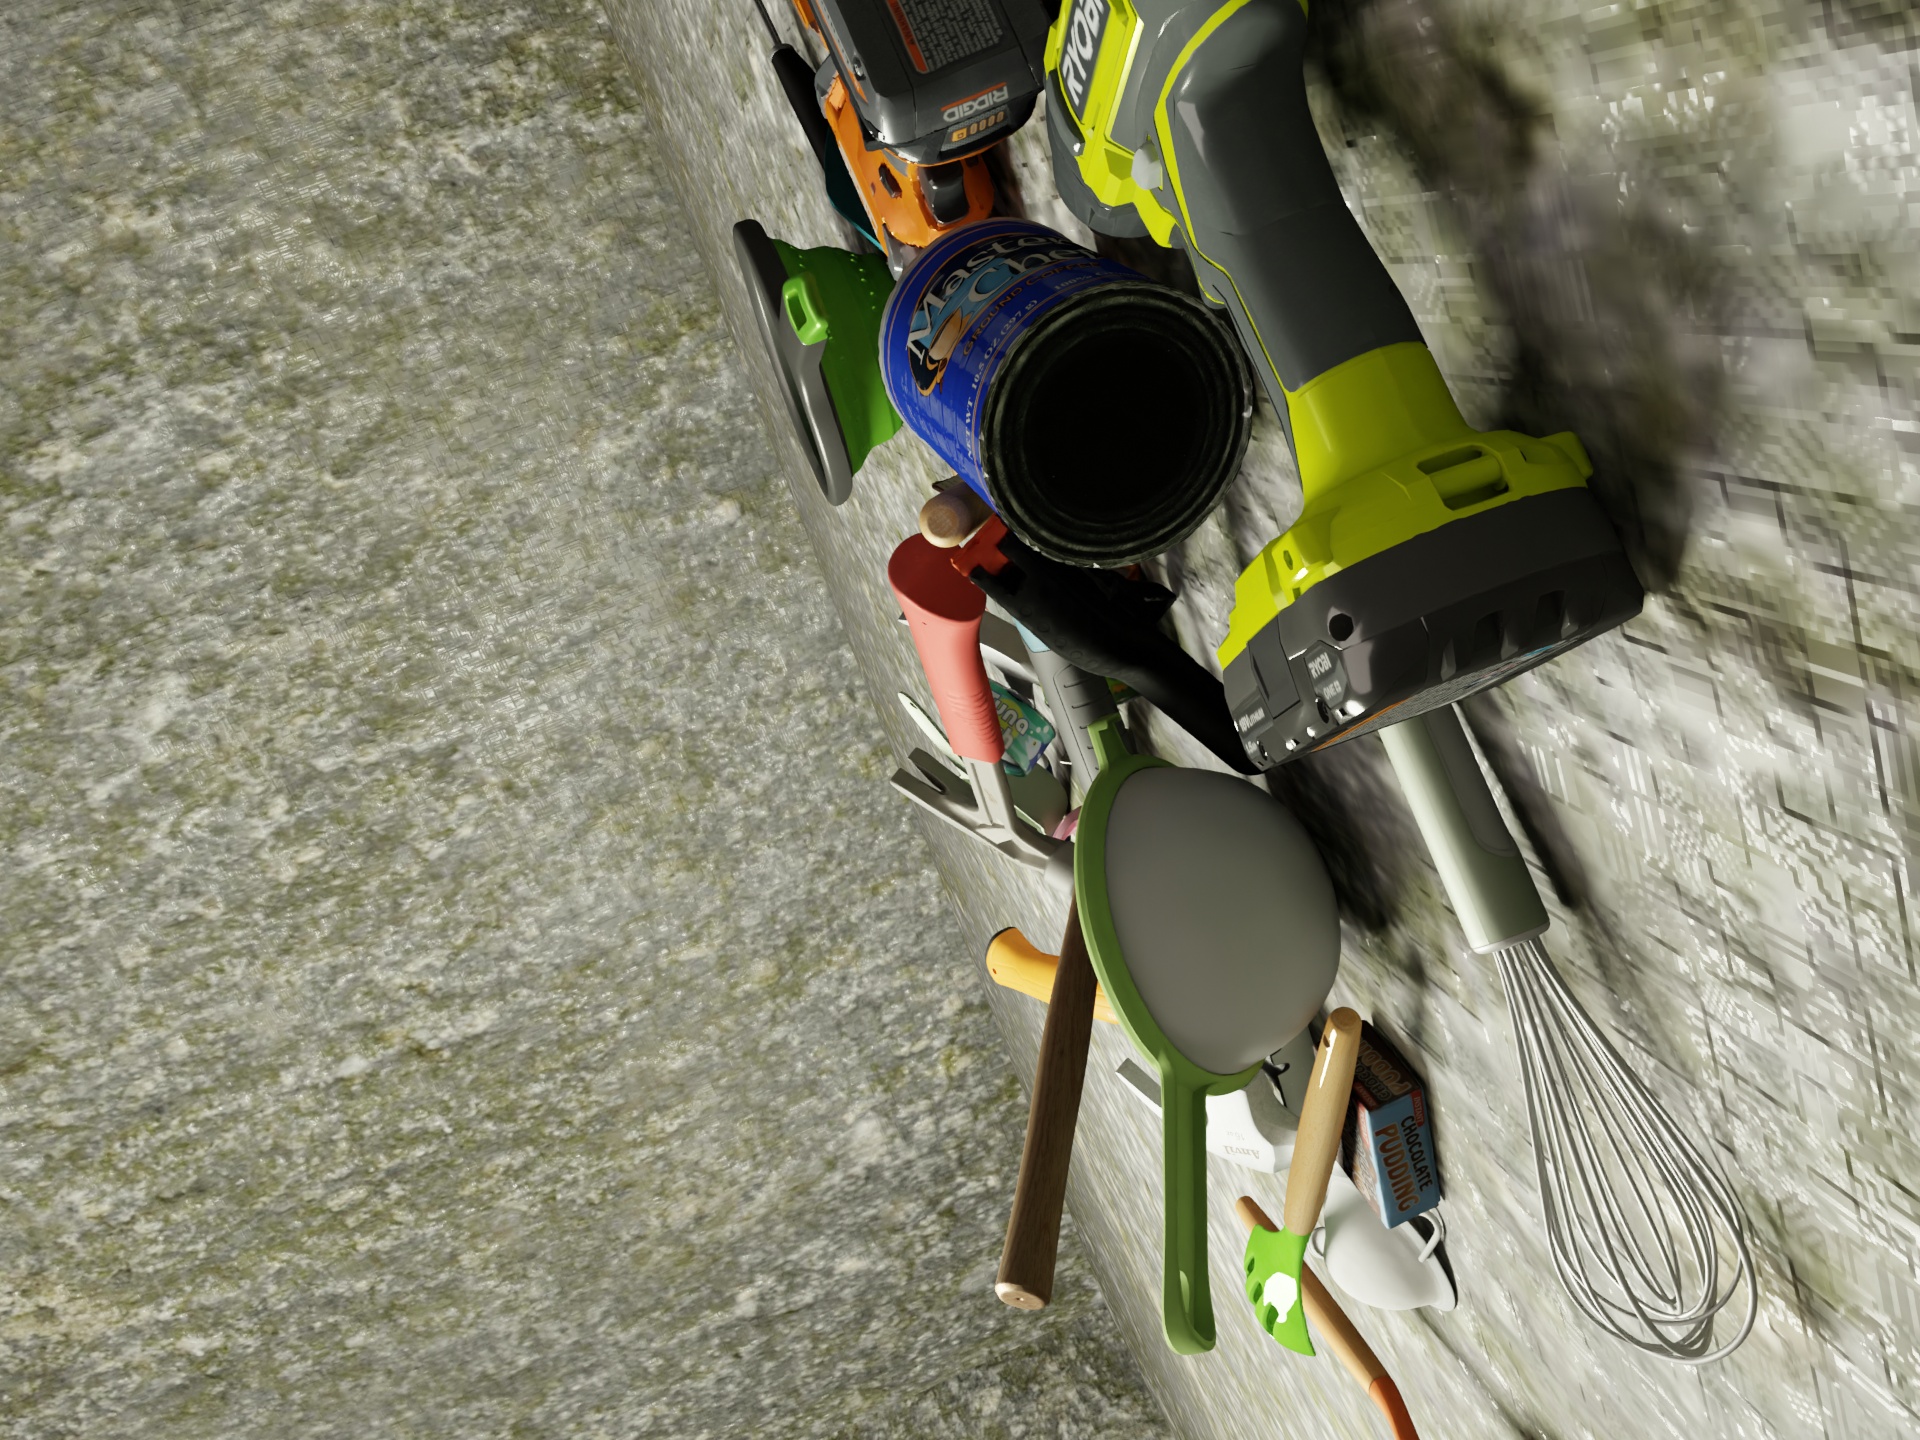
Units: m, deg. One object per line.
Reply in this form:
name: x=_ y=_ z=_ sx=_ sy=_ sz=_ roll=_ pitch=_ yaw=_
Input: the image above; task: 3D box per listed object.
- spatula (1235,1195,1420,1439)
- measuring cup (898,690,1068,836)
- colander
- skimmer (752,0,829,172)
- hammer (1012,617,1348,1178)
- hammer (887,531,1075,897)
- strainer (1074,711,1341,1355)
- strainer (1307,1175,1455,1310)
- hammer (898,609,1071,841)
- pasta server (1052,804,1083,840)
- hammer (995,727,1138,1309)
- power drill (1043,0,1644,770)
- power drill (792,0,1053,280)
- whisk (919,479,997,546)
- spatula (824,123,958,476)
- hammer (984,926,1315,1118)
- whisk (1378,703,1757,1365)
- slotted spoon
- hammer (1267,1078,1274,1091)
spatula: x=0.221 y=0.336 z=0.849 sx=0.081 sy=0.041 sz=0.323 roll=51 pitch=178 yaw=-18
measuring cup: x=0.015 y=0.021 z=1.058 sx=0.083 sy=0.038 sz=0.167 roll=20 pitch=158 yaw=48
colander: x=-0.072 y=-0.253 z=1.037 sx=0.397 sy=0.094 sz=0.204 roll=-143 pitch=33 yaw=-81
skimmer: x=-0.168 y=-0.490 z=1.091 sx=0.363 sy=0.090 sz=0.127 roll=64 pitch=-155 yaw=7
hammer: x=0.096 y=0.079 z=0.782 sx=0.128 sy=0.033 sz=0.331 roll=-6 pitch=112 yaw=46
hammer: x=-0.001 y=-0.003 z=0.879 sx=0.149 sy=0.037 sz=0.358 roll=32 pitch=164 yaw=20
strainer: x=0.112 y=0.119 z=0.640 sx=0.151 sy=0.069 sz=0.257 roll=40 pitch=-139 yaw=-36
strainer: x=0.212 y=0.286 z=0.861 sx=0.087 sy=0.050 sz=0.258 roll=50 pitch=172 yaw=16
hammer: x=0.046 y=0.019 z=1.131 sx=0.144 sy=0.035 sz=0.405 roll=32 pitch=166 yaw=16
pasta server: x=0.093 y=0.101 z=1.179 sx=0.316 sy=0.060 sz=0.040 roll=89 pitch=-162 yaw=-78
hammer: x=0.062 y=0.146 z=0.864 sx=0.129 sy=0.031 sz=0.332 roll=71 pitch=-153 yaw=-52
power drill: x=0.084 y=-0.107 z=0.435 sx=0.171 sy=0.080 sz=0.223 roll=110 pitch=141 yaw=-79
power drill: x=-0.012 y=-0.256 z=0.685 sx=0.226 sy=0.084 sz=0.164 roll=99 pitch=148 yaw=-85
whisk: x=0.016 y=-0.103 z=0.736 sx=0.245 sy=0.051 sz=0.047 roll=-55 pitch=-35 yaw=-74
spatula: x=-0.025 y=-0.227 z=1.016 sx=0.317 sy=0.044 sz=0.082 roll=73 pitch=-168 yaw=-50
hammer: x=0.104 y=0.179 z=0.974 sx=0.337 sy=0.034 sz=0.127 roll=3 pitch=114 yaw=65
whisk: x=0.171 y=0.073 z=0.483 sx=0.059 sy=0.057 sz=0.246 roll=-33 pitch=74 yaw=48
slotted spoon: x=0.163 y=0.224 z=0.757 sx=0.313 sy=0.031 sz=0.070 roll=86 pitch=166 yaw=-48
hammer: x=0.133 y=0.169 z=1.101 sx=0.335 sy=0.035 sz=0.146 roll=169 pitch=79 yaw=-83
